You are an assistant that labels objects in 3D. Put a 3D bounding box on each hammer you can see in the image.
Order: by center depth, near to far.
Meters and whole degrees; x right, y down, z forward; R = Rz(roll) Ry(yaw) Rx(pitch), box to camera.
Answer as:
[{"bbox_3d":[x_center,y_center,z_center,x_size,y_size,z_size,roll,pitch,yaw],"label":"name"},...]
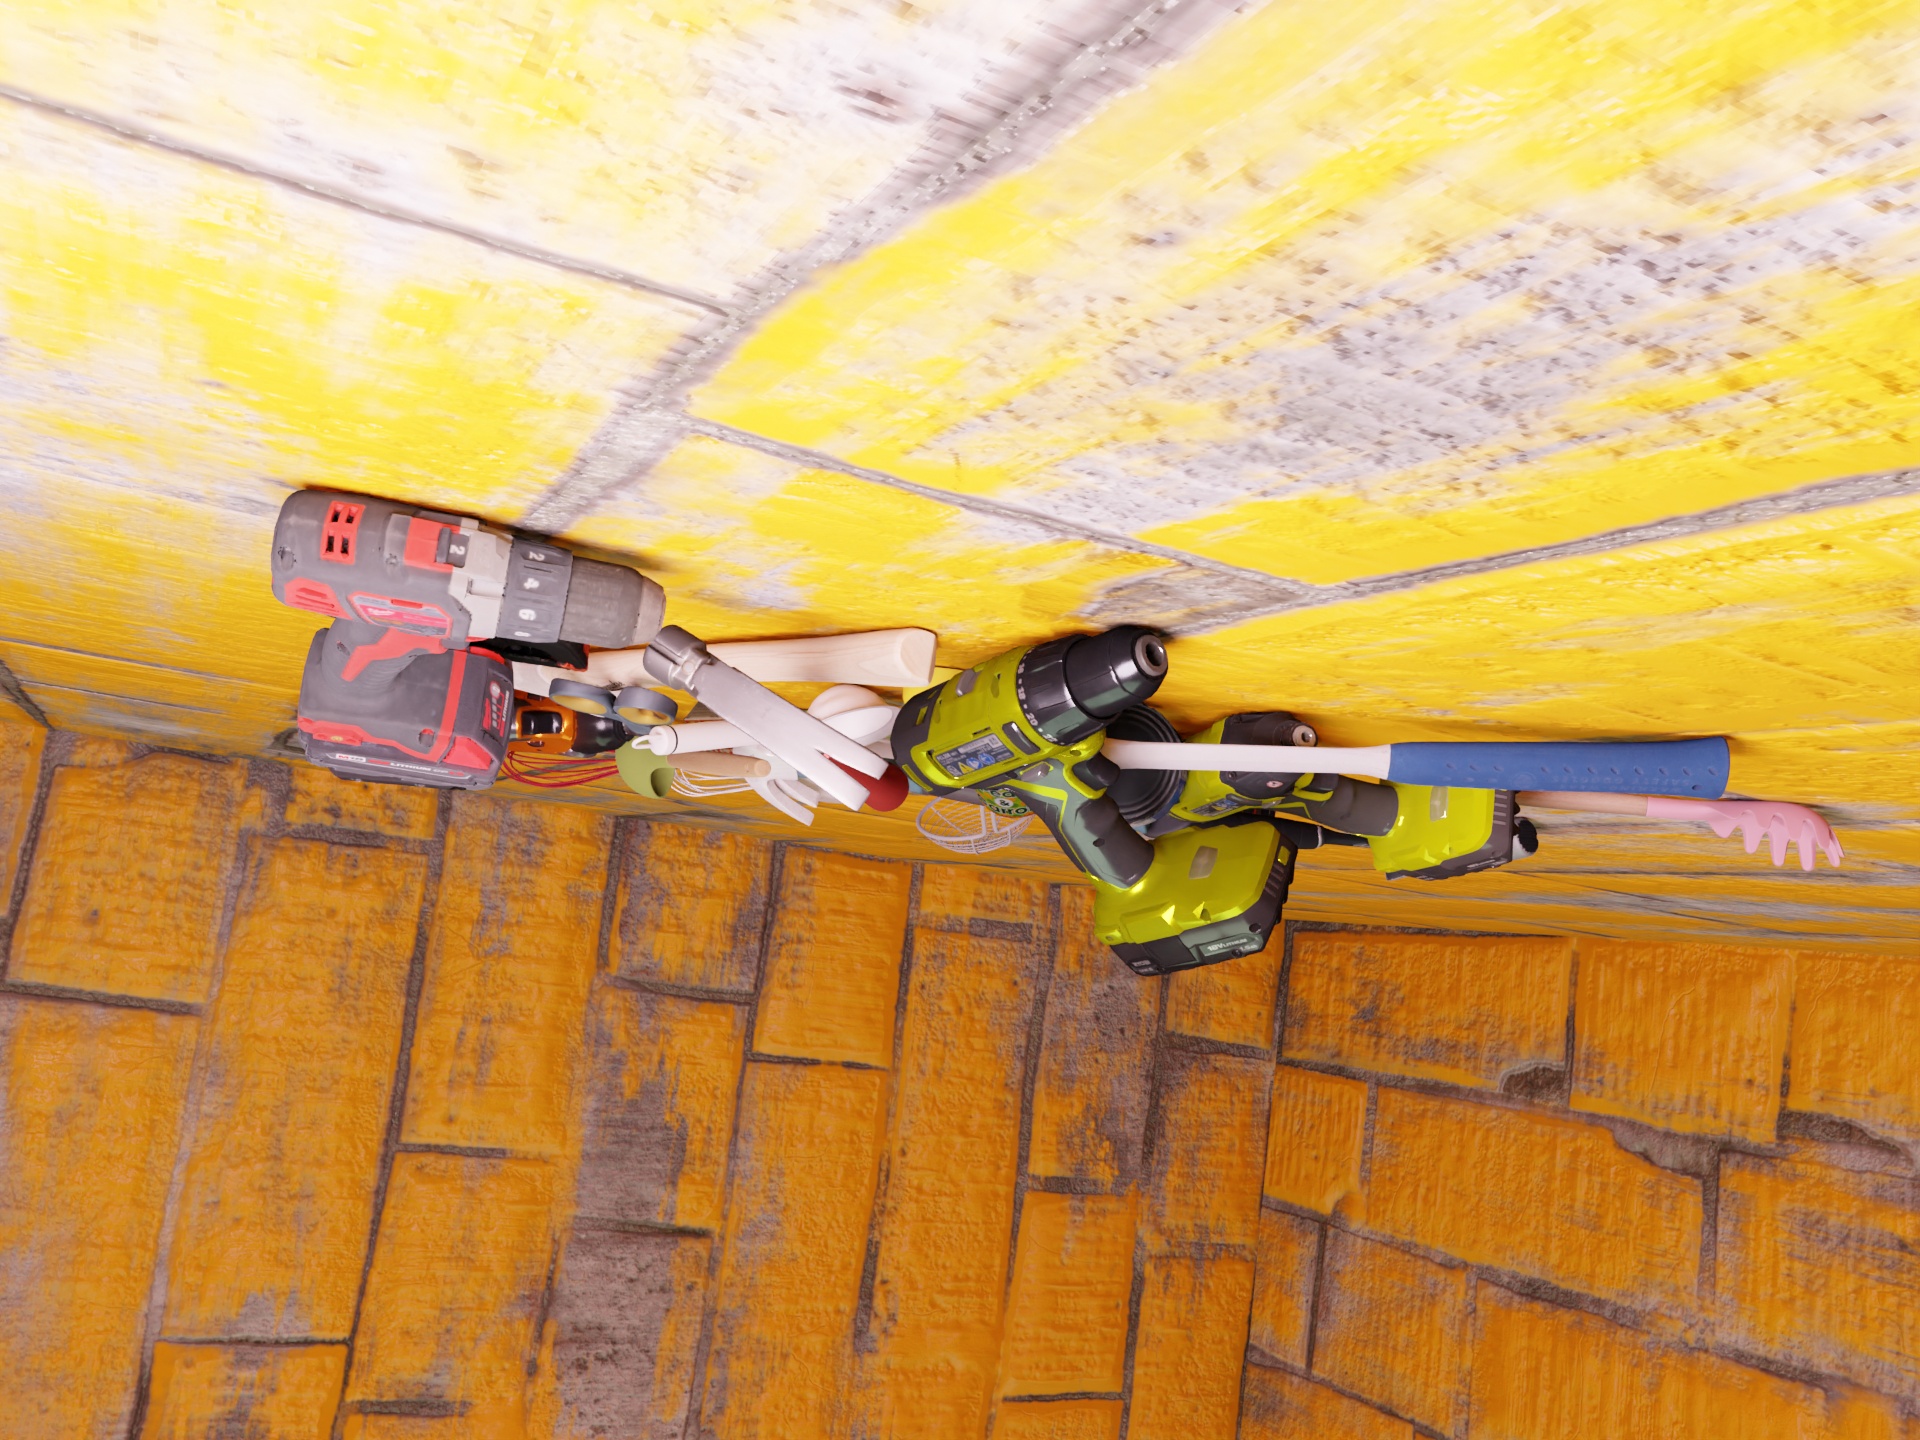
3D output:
[{"bbox_3d":[0.251,0.029,0.980,0.405,0.035,0.143,1,135,9],"label":"hammer"},{"bbox_3d":[-0.076,0.025,1.008,0.149,0.037,0.359,32,177,14],"label":"hammer"},{"bbox_3d":[-0.181,-0.039,1.050,0.411,0.038,0.146,-1,167,43],"label":"hammer"},{"bbox_3d":[-0.016,0.047,1.244,0.331,0.033,0.128,8,139,8],"label":"hammer"},{"bbox_3d":[0.311,0.100,1.359,0.408,0.036,0.149,8,161,-36],"label":"hammer"}]

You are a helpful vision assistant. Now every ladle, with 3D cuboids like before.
[{"bbox_3d":[-0.205,0.031,1.259,0.062,0.078,0.320,-2,-178,-29],"label":"ladle"}]

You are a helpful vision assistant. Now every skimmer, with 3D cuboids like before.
[{"bbox_3d":[0.015,0.048,1.458,0.127,0.090,0.363,-15,161,-4],"label":"skimmer"}]

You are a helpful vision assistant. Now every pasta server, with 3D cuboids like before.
[{"bbox_3d":[0.484,0.068,1.191,0.316,0.040,0.060,6,159,19],"label":"pasta server"}]

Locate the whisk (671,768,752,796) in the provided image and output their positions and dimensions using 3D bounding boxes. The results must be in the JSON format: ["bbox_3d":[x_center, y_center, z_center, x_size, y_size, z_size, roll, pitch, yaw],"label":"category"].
[{"bbox_3d":[-0.149,0.046,1.534,0.284,0.070,0.070,4,173,-13],"label":"whisk"}]

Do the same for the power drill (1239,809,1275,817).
[{"bbox_3d":[0.158,0.072,1.381,0.219,0.078,0.143,17,167,-37],"label":"power drill"}]

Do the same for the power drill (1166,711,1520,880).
[{"bbox_3d":[0.268,0.048,1.107,0.223,0.080,0.171,13,163,-17],"label":"power drill"}]

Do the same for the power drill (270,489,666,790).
[{"bbox_3d":[-0.269,-0.039,0.860,0.187,0.080,0.226,10,154,-18],"label":"power drill"}]

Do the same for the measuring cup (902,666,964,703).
[{"bbox_3d":[0.028,-0.007,1.094,0.156,0.029,0.062,15,169,-35],"label":"measuring cup"}]

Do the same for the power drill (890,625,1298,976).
[{"bbox_3d":[0.093,0.044,0.929,0.228,0.080,0.190,45,139,-21],"label":"power drill"}]

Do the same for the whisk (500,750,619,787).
[{"bbox_3d":[-0.328,0.036,1.617,0.296,0.073,0.073,2,171,2],"label":"whisk"}]

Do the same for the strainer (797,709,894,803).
[{"bbox_3d":[-0.157,0.035,1.407,0.256,0.069,0.151,0,169,33],"label":"strainer"}]

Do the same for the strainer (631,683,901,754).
[{"bbox_3d":[-0.126,0.003,1.107,0.087,0.050,0.258,-31,165,36],"label":"strainer"}]

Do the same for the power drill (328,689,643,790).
[{"bbox_3d":[-0.361,0.003,1.247,0.164,0.084,0.226,3,-175,22],"label":"power drill"}]
